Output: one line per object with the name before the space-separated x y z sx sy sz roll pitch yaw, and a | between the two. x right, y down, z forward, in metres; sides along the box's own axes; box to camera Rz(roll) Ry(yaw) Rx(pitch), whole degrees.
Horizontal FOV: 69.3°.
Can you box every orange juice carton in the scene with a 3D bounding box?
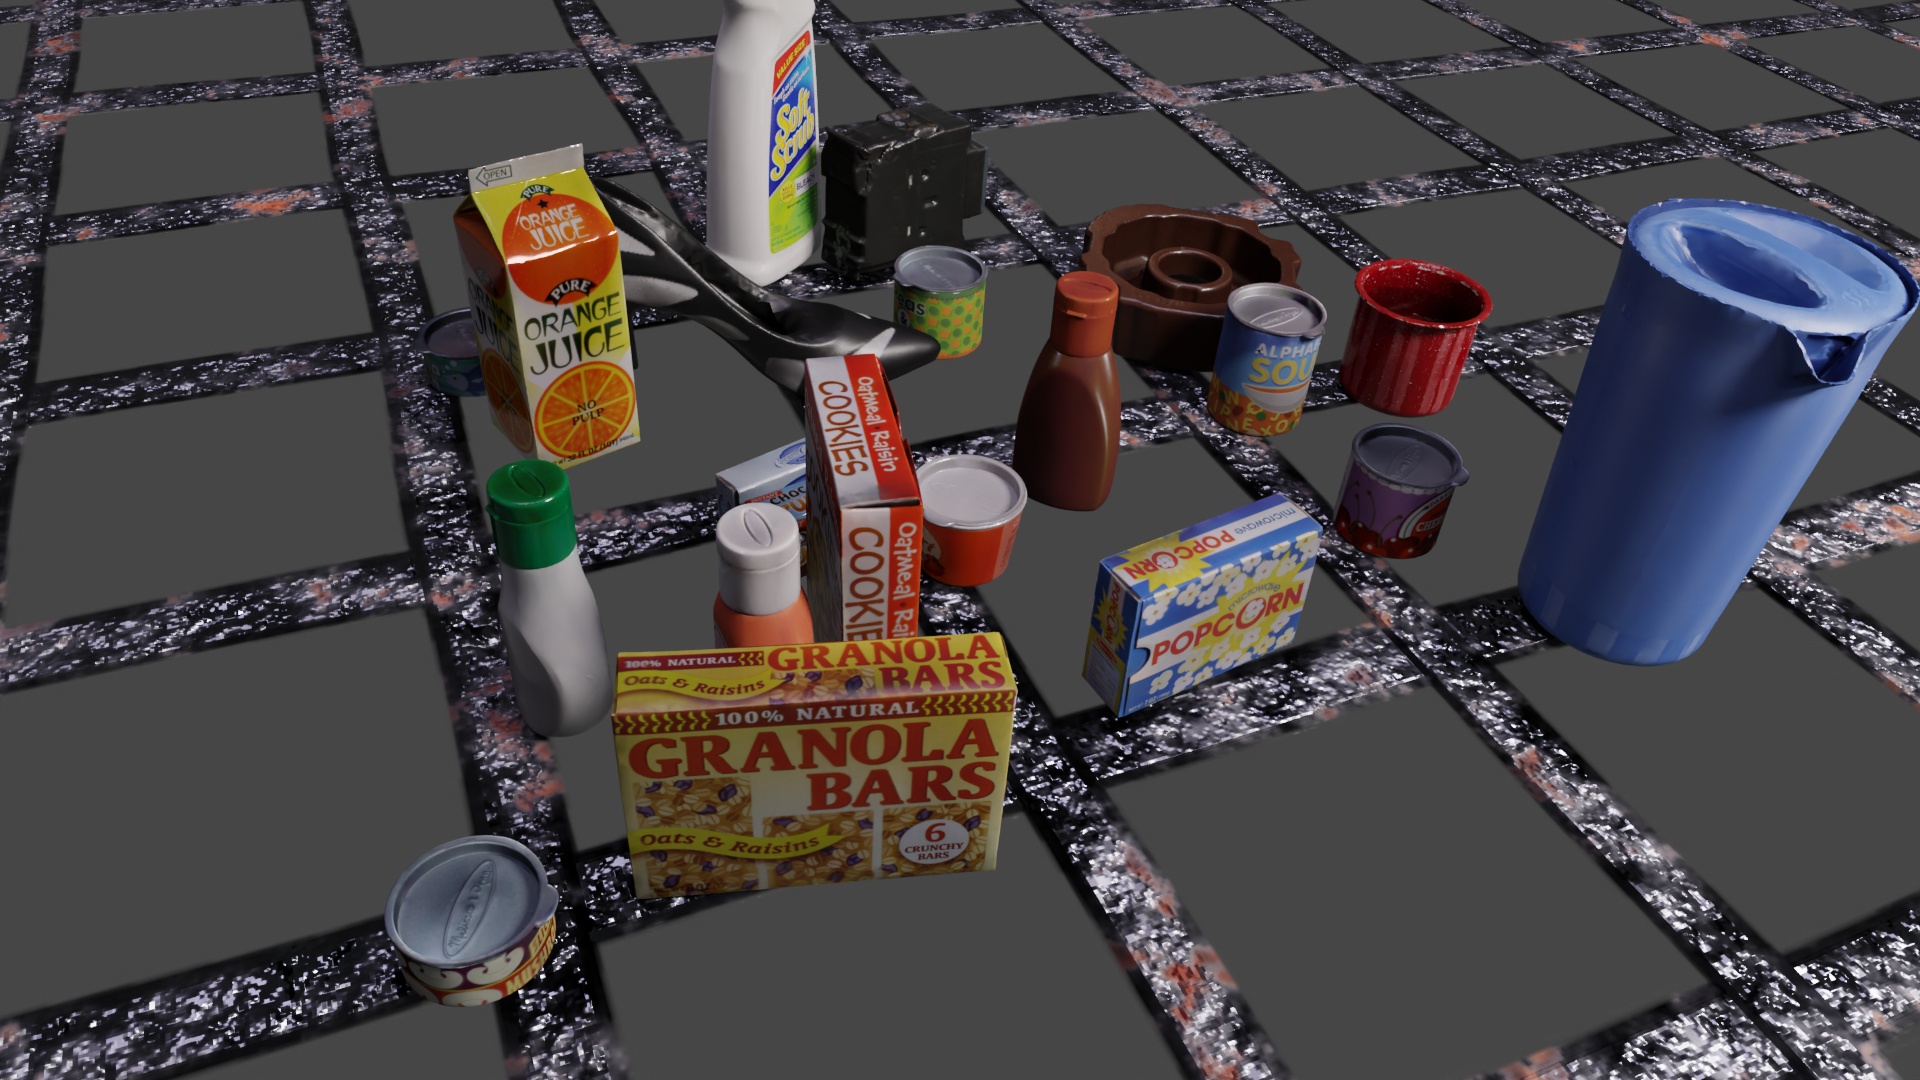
orange juice carton | -0.250 -0.143 0.840 0.072 0.191 0.073 -25 48 -31

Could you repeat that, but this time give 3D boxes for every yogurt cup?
yogurt cup | 0.003 -0.010 0.812 0.072 0.053 0.073 3 39 -2

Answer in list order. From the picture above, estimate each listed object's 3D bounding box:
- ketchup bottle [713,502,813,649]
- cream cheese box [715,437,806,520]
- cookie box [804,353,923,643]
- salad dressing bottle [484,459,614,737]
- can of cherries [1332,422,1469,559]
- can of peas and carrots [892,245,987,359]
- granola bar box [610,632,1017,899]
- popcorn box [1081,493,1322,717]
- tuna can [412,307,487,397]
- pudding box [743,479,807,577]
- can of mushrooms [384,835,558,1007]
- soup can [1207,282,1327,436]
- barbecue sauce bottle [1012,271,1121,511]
ketchup bottle | -0.093 0.050 0.655 0.044 0.148 0.065 -16 43 -23
cream cheese box | -0.095 -0.032 0.829 0.104 0.053 0.024 -26 48 -32
cookie box | -0.050 0.009 0.694 0.040 0.166 0.123 -6 40 -12
salad dressing bottle | -0.199 0.030 0.670 0.044 0.146 0.064 -27 49 -32
can of cherries | 0.271 -0.029 0.856 0.071 0.058 0.072 3 39 -2
can of peas and carrots | -0.017 -0.170 1.001 0.071 0.058 0.071 3 39 -2
granola bar box | -0.064 0.100 0.616 0.166 0.123 0.039 -3 40 -8
popcorn box | 0.130 0.034 0.746 0.127 0.084 0.038 -19 45 -26
tuna can | -0.331 -0.127 0.938 0.071 0.032 0.071 3 39 -2
pudding box | -0.083 -0.010 0.807 0.084 0.049 0.030 -21 46 -27
can of mushrooms | -0.207 0.164 0.597 0.071 0.033 0.071 3 39 -2
soup can | 0.208 -0.121 0.942 0.071 0.083 0.072 3 39 -2
barbecue sauce bottle | 0.068 -0.089 0.839 0.065 0.147 0.044 17 41 15
